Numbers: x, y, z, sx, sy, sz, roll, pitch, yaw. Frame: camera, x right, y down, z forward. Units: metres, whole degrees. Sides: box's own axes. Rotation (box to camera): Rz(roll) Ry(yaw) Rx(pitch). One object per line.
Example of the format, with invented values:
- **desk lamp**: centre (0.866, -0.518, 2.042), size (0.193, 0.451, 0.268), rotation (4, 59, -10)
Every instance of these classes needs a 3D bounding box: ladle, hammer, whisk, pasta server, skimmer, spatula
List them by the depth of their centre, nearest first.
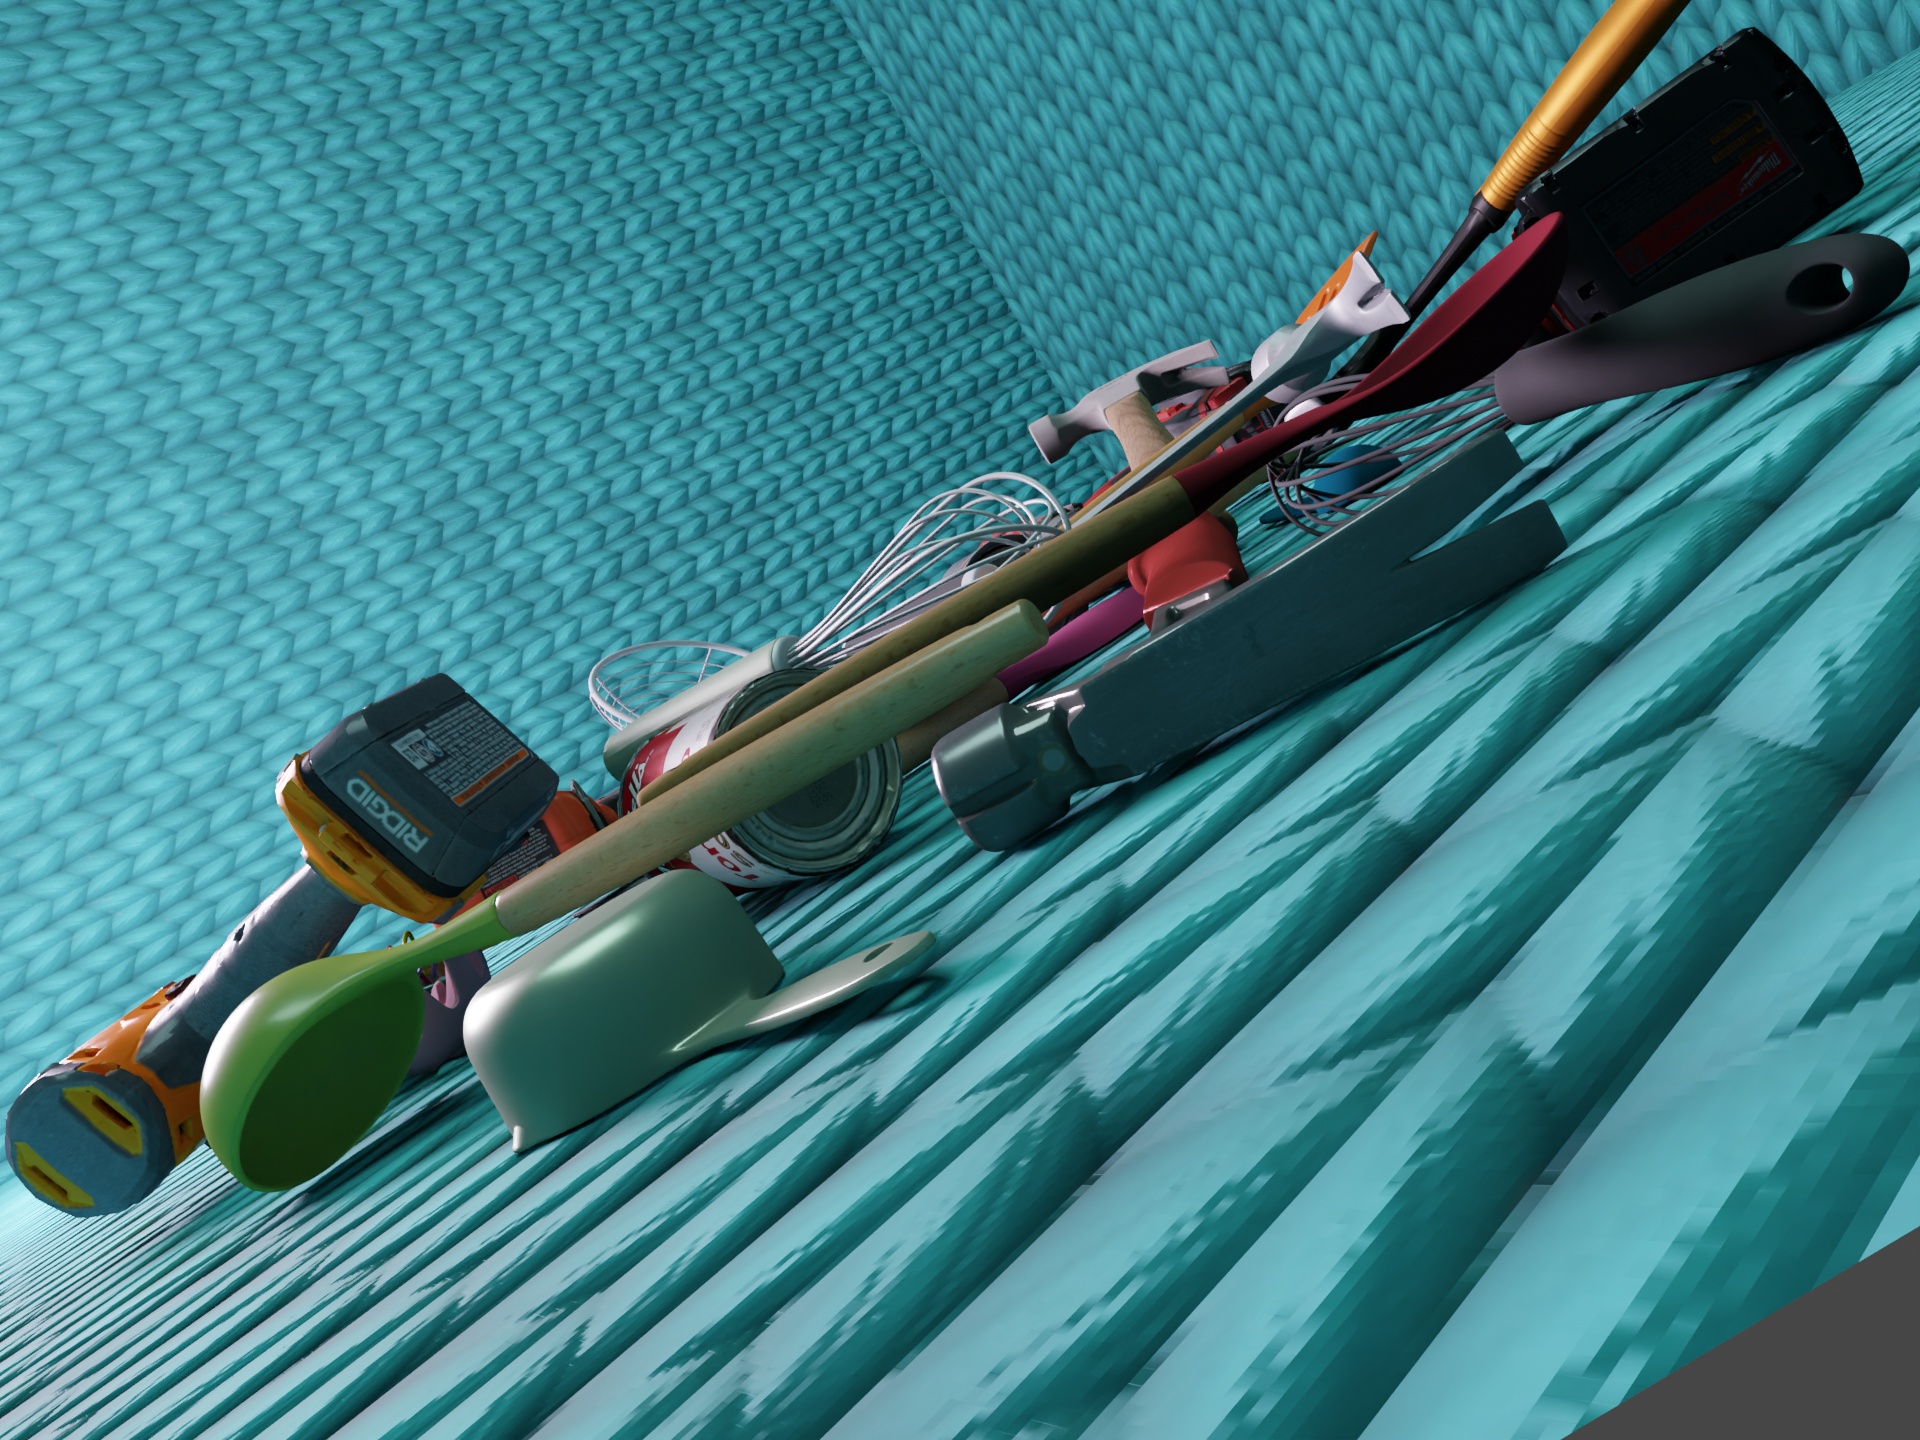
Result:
- **ladle**: centre (-0.104, 0.056, 0.455), size (0.320, 0.062, 0.078), rotation (-28, -3, 24)
- **ladle**: centre (0.042, -0.053, 0.465), size (0.315, 0.031, 0.069), rotation (-30, 5, 2)
- **whisk**: centre (0.175, -0.100, 0.493), size (0.055, 0.055, 0.239), rotation (-33, 10, -26)
- **hammer**: centre (0.085, -0.047, 0.522), size (0.149, 0.036, 0.359), rotation (-30, 6, 13)
- **whisk**: centre (-0.054, -0.022, 0.587), size (0.246, 0.059, 0.057), rotation (-25, -14, 37)
- **hammer**: centre (0.027, -0.065, 0.677), size (0.405, 0.035, 0.144), rotation (-38, 2, -11)
- **pasta server**: centre (-0.270, 0.145, 0.701), size (0.316, 0.040, 0.060), rotation (-26, 18, 52)
- **hammer**: centre (0.276, -0.269, 0.779), size (0.127, 0.034, 0.336), rotation (-43, -8, -35)
- **spatula**: centre (0.119, -0.152, 0.814), size (0.322, 0.041, 0.081), rotation (-39, -5, -30)
- **whisk**: centre (-0.278, 0.135, 0.832), size (0.051, 0.047, 0.245), rotation (-33, 2, -16)
- **skimmer**: centre (-0.096, -0.050, 0.898), size (0.127, 0.090, 0.363), rotation (-14, -6, -37)
- **hammer**: centre (0.115, -0.156, 0.927), size (0.130, 0.031, 0.331), rotation (-29, 22, 10)

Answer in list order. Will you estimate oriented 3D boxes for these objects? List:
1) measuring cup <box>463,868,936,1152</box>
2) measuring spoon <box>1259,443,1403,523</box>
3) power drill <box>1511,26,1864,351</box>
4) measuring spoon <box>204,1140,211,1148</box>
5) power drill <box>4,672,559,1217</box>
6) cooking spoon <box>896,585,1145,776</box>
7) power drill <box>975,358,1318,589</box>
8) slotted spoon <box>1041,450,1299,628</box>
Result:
- **measuring cup**: centre (-0.060, 0.054, 0.357), size (0.083, 0.038, 0.167), rotation (-35, 4, -38)
- **measuring spoon**: centre (0.165, -0.111, 0.750), size (0.042, 0.021, 0.128), rotation (-31, 6, -10)
- **power drill**: centre (0.312, -0.226, 0.716), size (0.143, 0.078, 0.219), rotation (-35, 0, 17)
- **measuring spoon**: centre (-0.296, 0.179, 0.685), size (0.034, 0.018, 0.124), rotation (-34, 13, -37)
- **power drill**: centre (-0.275, 0.088, 0.666), size (0.226, 0.084, 0.164), rotation (-46, 7, 8)
- **cooking spoon**: centre (-0.001, -0.002, 0.680), size (0.319, 0.017, 0.069), rotation (-34, 6, -39)
- **power drill**: centre (0.130, -0.148, 1.033), size (0.227, 0.080, 0.188), rotation (-37, 14, -24)
- **slotted spoon**: centre (0.028, -0.045, 0.770), size (0.314, 0.031, 0.070), rotation (-34, 0, 7)
